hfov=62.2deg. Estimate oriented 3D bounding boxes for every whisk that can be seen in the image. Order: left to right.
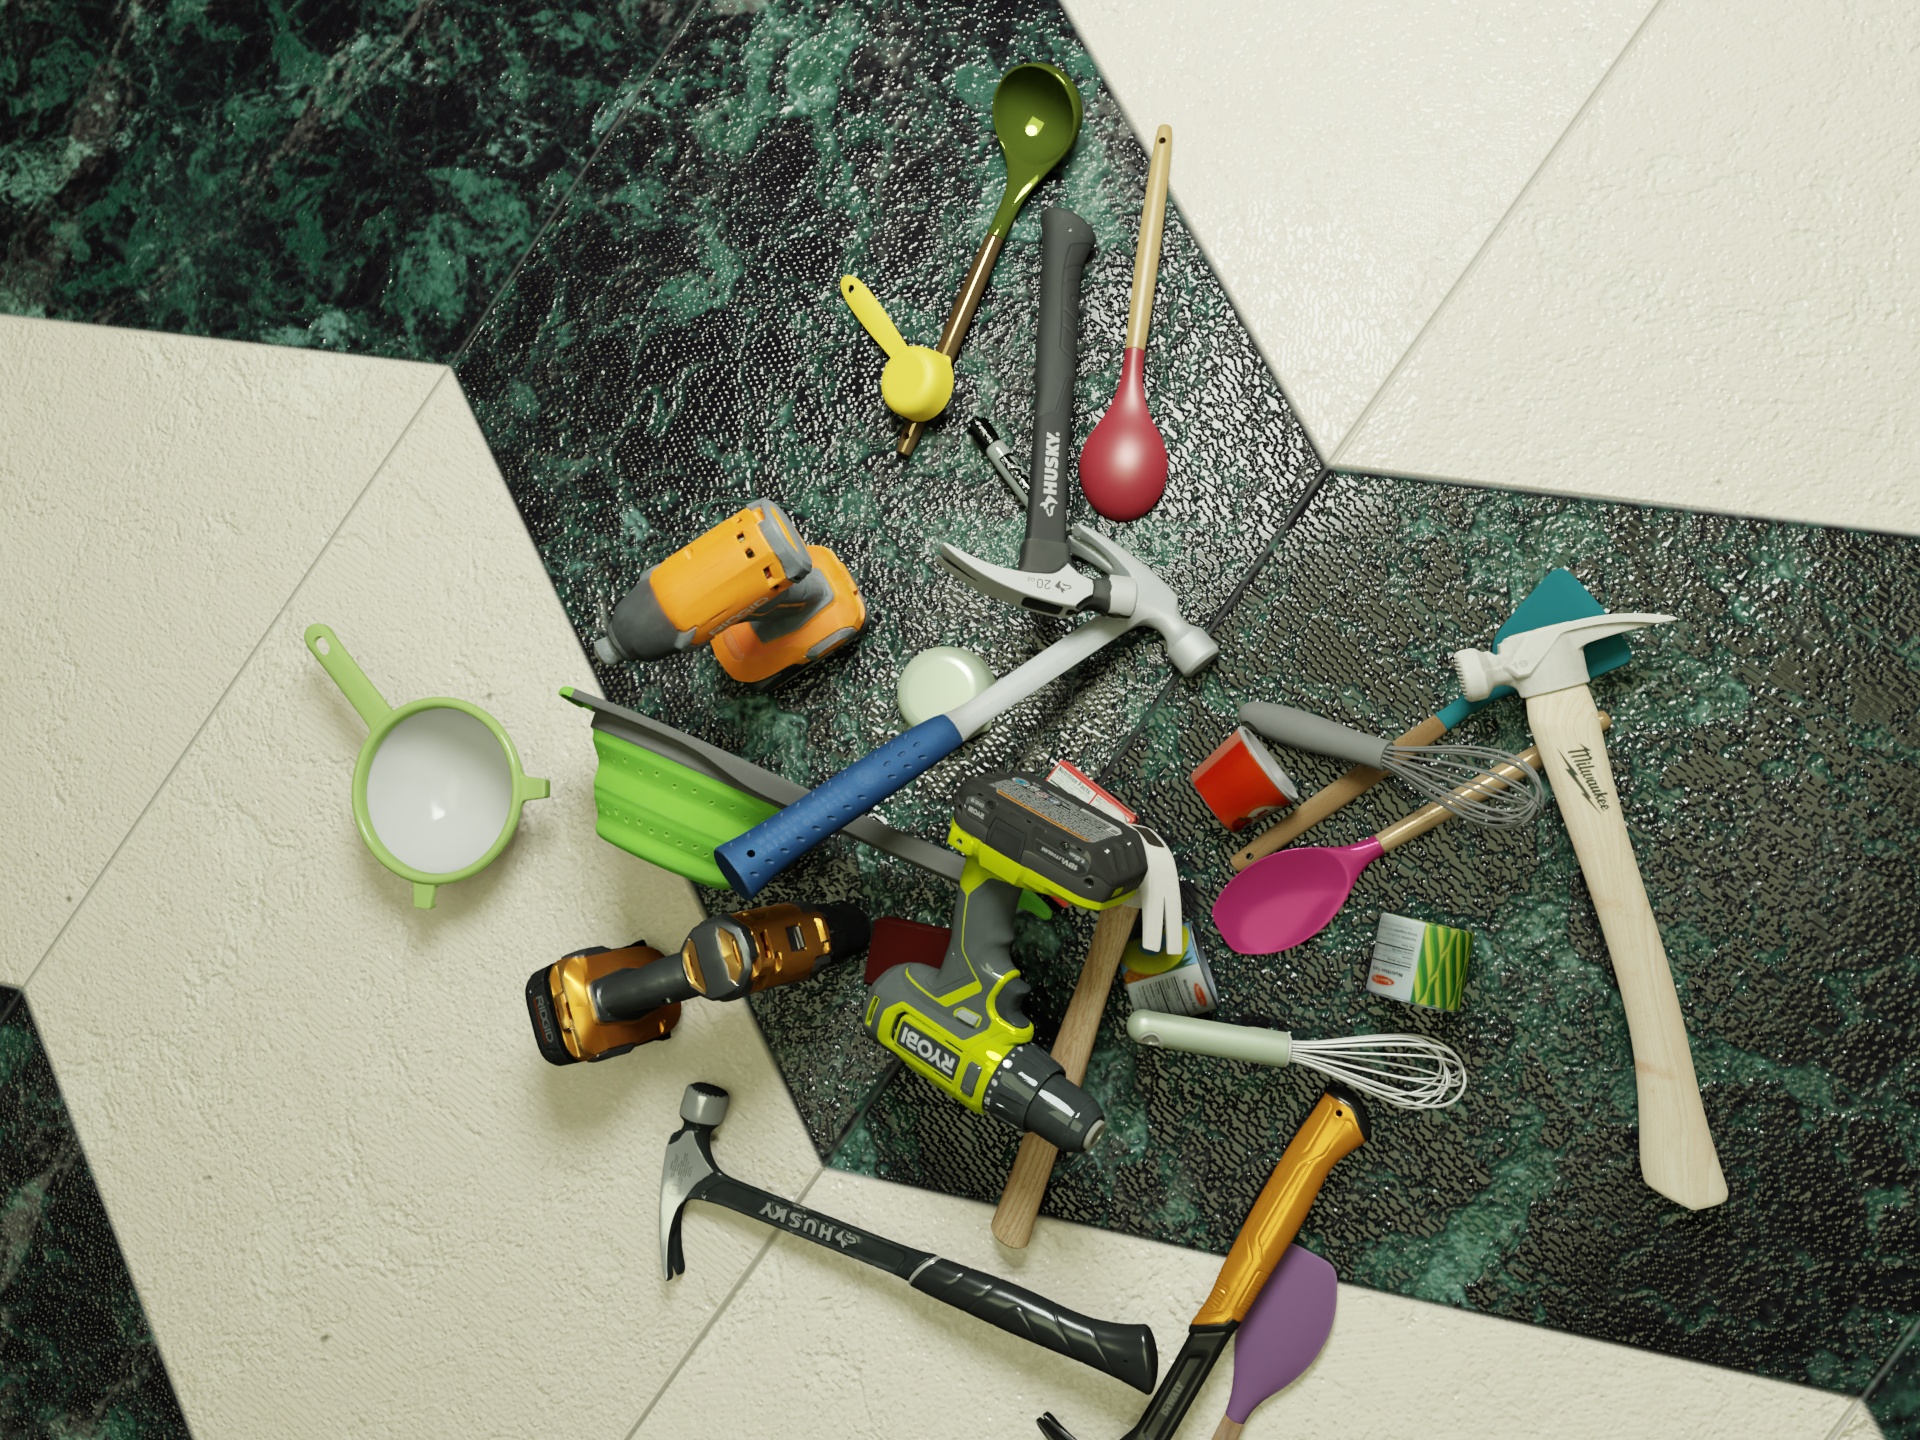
[{"bbox_3d":[0.240,0.235,1.134,0.246,0.057,0.059,10,48,-1],"label":"whisk"},{"bbox_3d":[0.299,0.024,1.126,0.239,0.055,0.055,19,89,38],"label":"whisk"}]

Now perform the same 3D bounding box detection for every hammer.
[{"bbox_3d":[-0.047,0.408,1.186,0.409,0.036,0.149,16,90,19],"label":"hammer"},{"bbox_3d":[-0.002,-0.004,1.136,0.405,0.035,0.144,-33,76,-25],"label":"hammer"},{"bbox_3d":[0.065,-0.240,1.201,0.146,0.035,0.335,7,72,-9],"label":"hammer"},{"bbox_3d":[0.084,0.234,1.153,0.031,0.130,0.331,11,104,-25],"label":"hammer"},{"bbox_3d":[0.189,0.411,1.151,0.127,0.034,0.337,31,89,23],"label":"hammer"},{"bbox_3d":[0.468,0.131,1.100,0.146,0.038,0.410,-16,89,12],"label":"hammer"}]

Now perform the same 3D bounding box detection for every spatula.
[{"bbox_3d":[0.190,0.530,1.153,0.060,0.018,0.316,26,90,17],"label":"spatula"},{"bbox_3d":[0.328,0.015,1.159,0.317,0.044,0.082,-37,82,7],"label":"spatula"}]

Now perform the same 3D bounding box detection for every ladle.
[{"bbox_3d":[0.012,-0.361,1.254,0.078,0.062,0.320,25,93,26],"label":"ladle"},{"bbox_3d":[0.141,-0.312,1.238,0.069,0.031,0.315,6,85,14],"label":"ladle"}]

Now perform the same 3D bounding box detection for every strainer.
[{"bbox_3d":[-0.446,0.019,1.307,0.151,0.069,0.256,-43,78,7],"label":"strainer"}]

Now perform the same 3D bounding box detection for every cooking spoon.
[{"bbox_3d":[0.330,0.078,1.165,0.319,0.017,0.069,-31,88,8],"label":"cooking spoon"}]

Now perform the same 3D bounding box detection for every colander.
[{"bbox_3d":[-0.127,0.097,1.181,0.397,0.204,0.094,24,83,-2],"label":"colander"}]

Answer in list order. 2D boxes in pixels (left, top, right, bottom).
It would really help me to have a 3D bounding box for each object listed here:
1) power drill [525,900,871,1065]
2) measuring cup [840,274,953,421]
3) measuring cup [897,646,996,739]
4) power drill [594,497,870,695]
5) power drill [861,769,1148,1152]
[{"bbox_3d":[-0.191,0.189,1.206,0.226,0.185,0.084,-22,80,28],"label":"power drill"},{"bbox_3d":[-0.061,-0.303,1.263,0.062,0.029,0.157,-44,66,24],"label":"measuring cup"},{"bbox_3d":[-0.041,0.014,1.238,0.083,0.038,0.167,41,95,12],"label":"measuring cup"},{"bbox_3d":[-0.166,-0.080,1.176,0.164,0.226,0.084,-31,79,8],"label":"power drill"},{"bbox_3d":[0.042,0.168,1.092,0.191,0.080,0.228,28,111,28],"label":"power drill"}]
